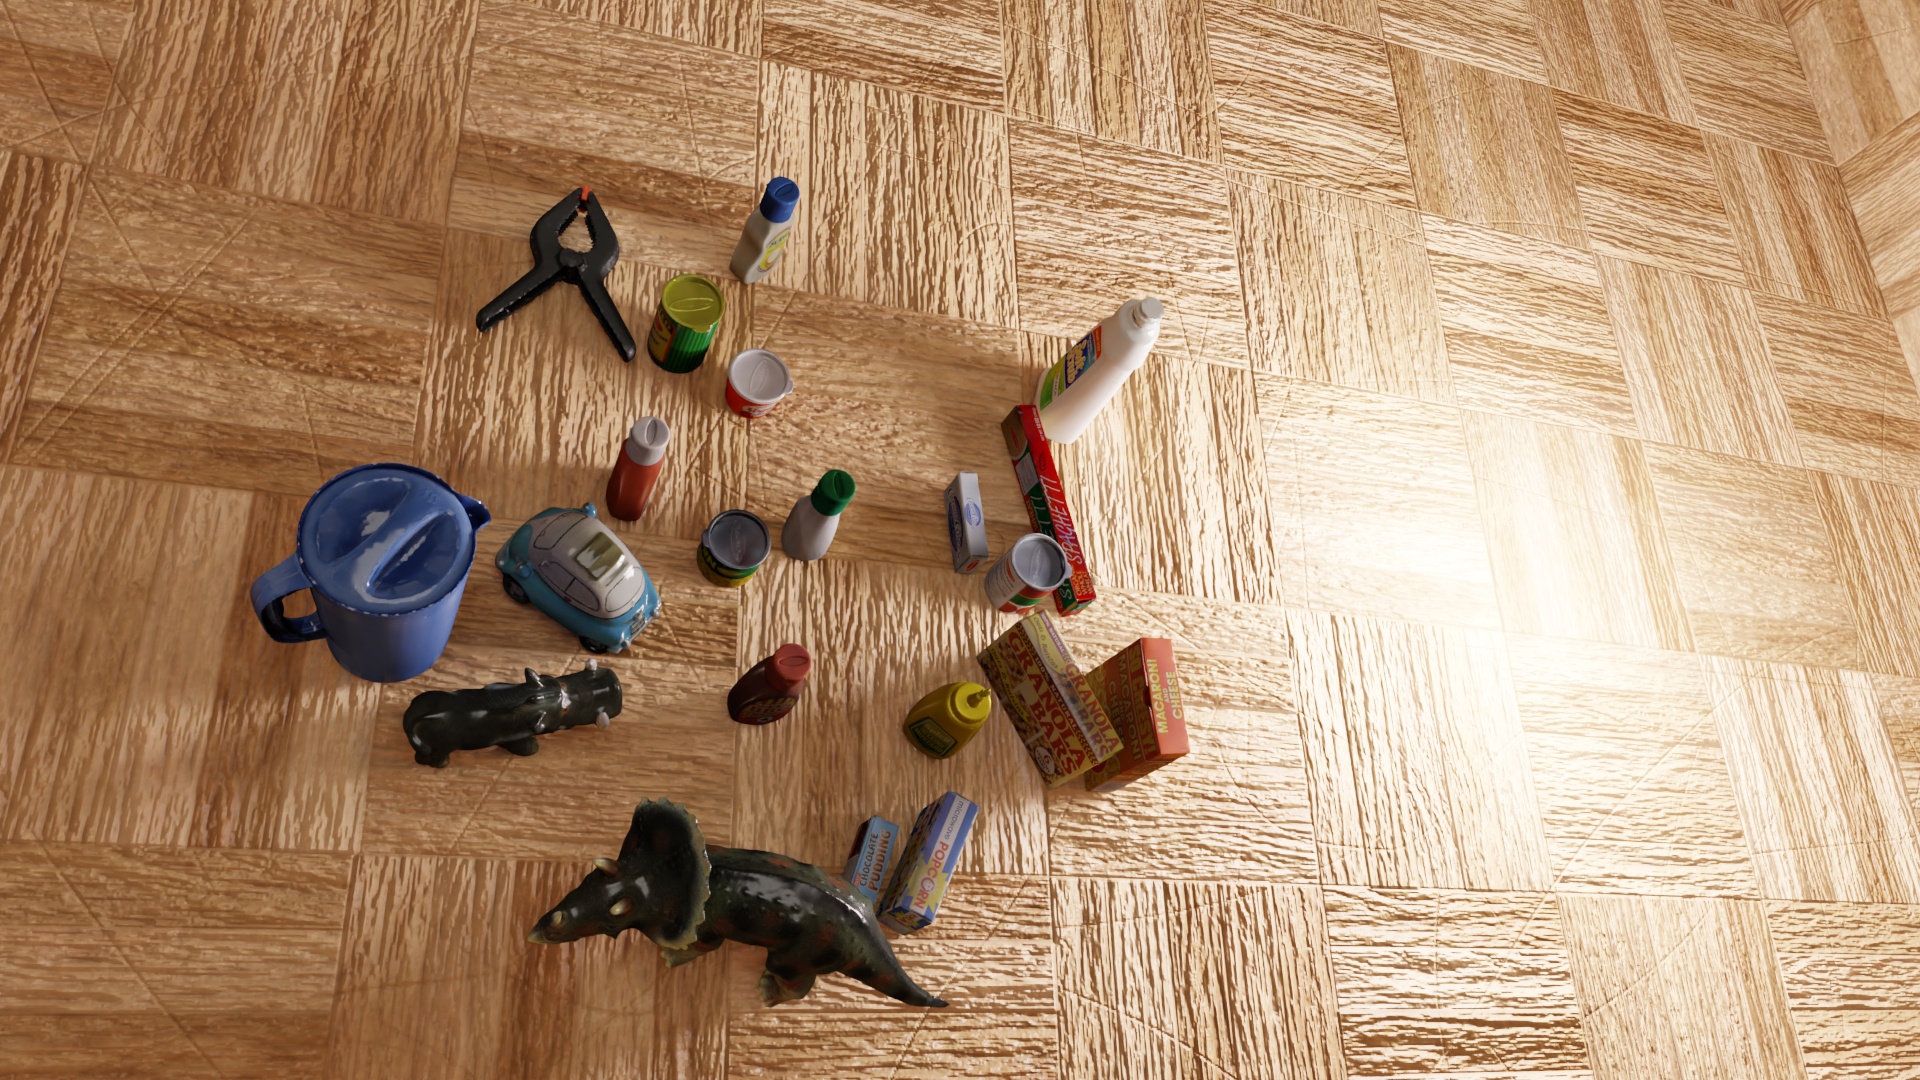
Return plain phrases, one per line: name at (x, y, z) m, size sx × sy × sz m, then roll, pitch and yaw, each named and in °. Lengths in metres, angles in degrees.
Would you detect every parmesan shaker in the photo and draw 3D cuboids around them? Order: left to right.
parmesan shaker at (-0.296, -0.228, 1.490) m, size 0.071 × 0.102 × 0.071 m, roll 9°, pitch 64°, yaw -19°

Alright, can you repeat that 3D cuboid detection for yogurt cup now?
yogurt cup at (-0.225, -0.169, 1.521) m, size 0.072 × 0.053 × 0.072 m, roll 9°, pitch 64°, yaw -19°

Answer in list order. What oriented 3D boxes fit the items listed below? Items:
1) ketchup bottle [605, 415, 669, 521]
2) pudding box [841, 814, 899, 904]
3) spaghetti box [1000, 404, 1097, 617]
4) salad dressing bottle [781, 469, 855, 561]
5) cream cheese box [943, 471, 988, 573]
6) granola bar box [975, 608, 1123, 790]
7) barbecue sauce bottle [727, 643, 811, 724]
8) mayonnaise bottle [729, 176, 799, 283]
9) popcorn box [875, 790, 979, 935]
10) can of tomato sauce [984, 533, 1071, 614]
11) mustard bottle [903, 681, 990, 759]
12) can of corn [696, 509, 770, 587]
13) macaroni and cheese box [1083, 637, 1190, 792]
ketchup bottle at (-0.321, -0.075, 1.382) m, size 0.043 × 0.148 × 0.065 m, roll 10°, pitch 64°, yaw -18°
pudding box at (-0.092, 0.315, 1.357) m, size 0.030 × 0.049 × 0.084 m, roll 25°, pitch 60°, yaw -11°
spaghetti box at (0.100, -0.035, 1.597) m, size 0.029 × 0.050 × 0.250 m, roll -8°, pitch 70°, yaw -25°
salad dressing bottle at (-0.146, -0.026, 1.433) m, size 0.044 × 0.147 × 0.064 m, roll 1°, pitch 67°, yaw -22°
cream cheese box at (0.006, -0.019, 1.548) m, size 0.024 × 0.053 × 0.104 m, roll 1°, pitch 67°, yaw -22°
granola bar box at (0.092, 0.168, 1.457) m, size 0.039 × 0.123 × 0.166 m, roll -23°, pitch 77°, yaw -29°
barbecue sauce bottle at (-0.180, 0.139, 1.343) m, size 0.065 × 0.148 × 0.044 m, roll -2°, pitch 68°, yaw -23°
mayonnaise bottle at (-0.215, -0.348, 1.552) m, size 0.041 × 0.147 × 0.065 m, roll 45°, pitch 59°, yaw 1°
popcorn box at (-0.033, 0.316, 1.361) m, size 0.038 × 0.085 × 0.127 m, roll 30°, pitch 59°, yaw -8°
can of tomato sauce at (0.073, 0.039, 1.533) m, size 0.071 × 0.082 × 0.071 m, roll 9°, pitch 64°, yaw -19°
mustard bottle at (-0.007, 0.174, 1.392) m, size 0.065 × 0.159 × 0.049 m, roll 40°, pitch 59°, yaw -1°
can of corn at (-0.237, 0.009, 1.432) m, size 0.071 × 0.058 × 0.071 m, roll 9°, pitch 64°, yaw -19°
macaroni and cheese box at (0.175, 0.186, 1.459) m, size 0.040 × 0.165 × 0.124 m, roll 2°, pitch 66°, yaw -22°
